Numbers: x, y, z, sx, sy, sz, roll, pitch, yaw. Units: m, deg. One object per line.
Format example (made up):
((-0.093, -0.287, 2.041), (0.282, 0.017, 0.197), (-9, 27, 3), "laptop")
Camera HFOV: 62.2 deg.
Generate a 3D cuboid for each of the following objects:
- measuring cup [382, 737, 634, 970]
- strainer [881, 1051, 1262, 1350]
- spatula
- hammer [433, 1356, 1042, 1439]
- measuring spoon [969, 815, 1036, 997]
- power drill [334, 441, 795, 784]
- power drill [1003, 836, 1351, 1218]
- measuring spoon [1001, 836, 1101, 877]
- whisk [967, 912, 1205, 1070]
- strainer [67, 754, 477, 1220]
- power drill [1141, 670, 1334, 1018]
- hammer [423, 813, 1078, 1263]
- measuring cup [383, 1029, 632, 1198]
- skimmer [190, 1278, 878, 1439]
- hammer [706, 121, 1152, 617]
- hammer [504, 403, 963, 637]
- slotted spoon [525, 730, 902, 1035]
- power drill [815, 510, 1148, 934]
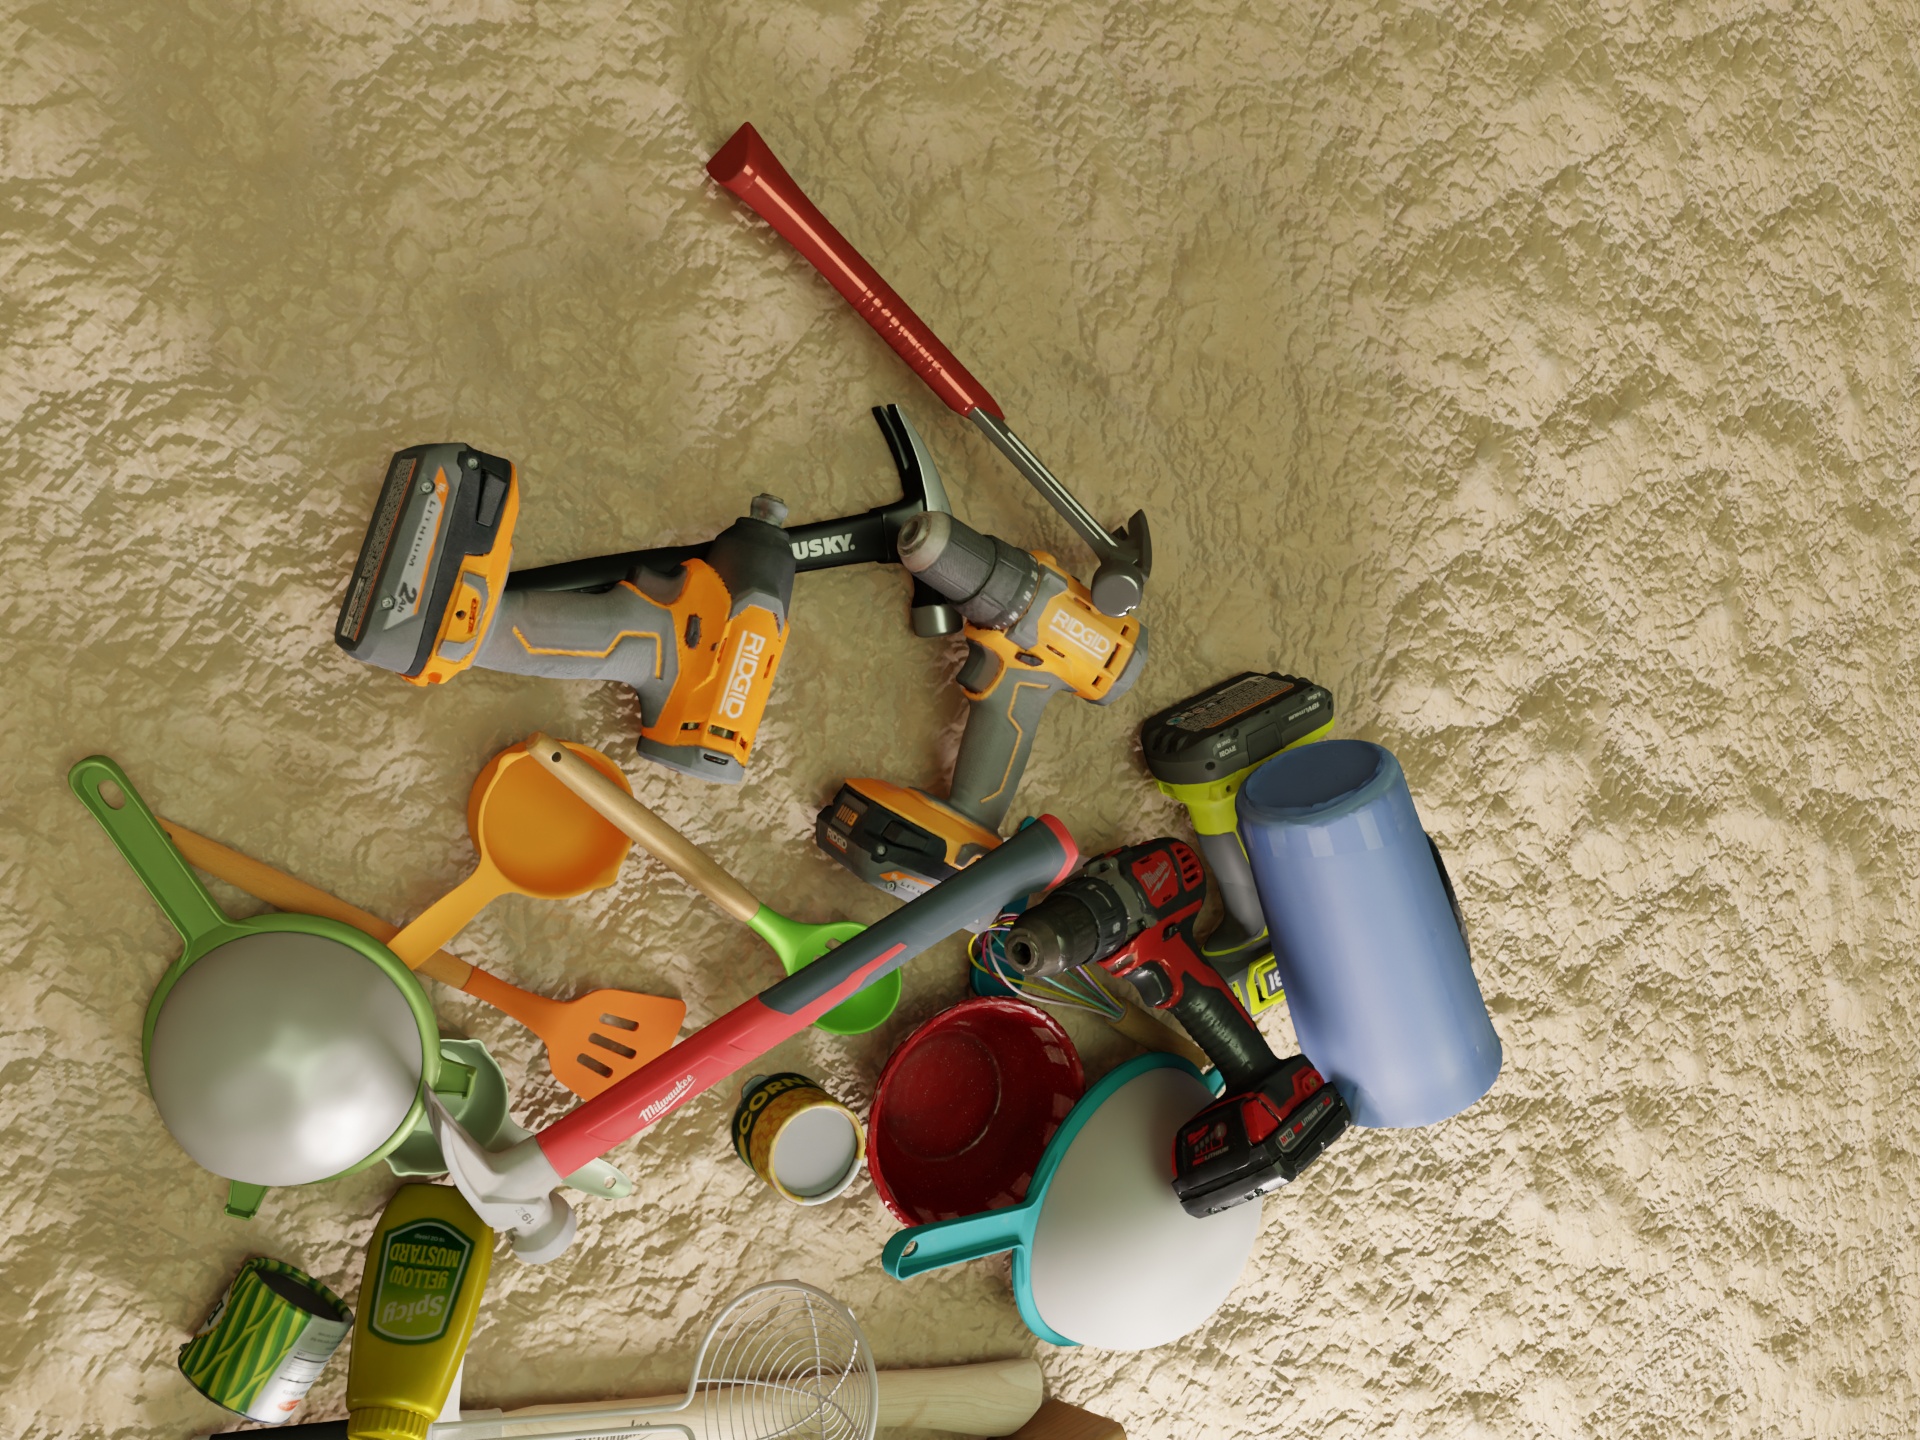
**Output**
((-0.261, 0.080, 0.881), (0.173, 0.052, 0.095), (-42, 113, -16), "measuring cup")
((0.096, 0.331, 1.015), (0.340, 0.095, 0.211), (8, 98, -49), "strainer")
((-0.298, 0.131, 0.883), (0.322, 0.041, 0.081), (32, 79, -23), "spatula")
((-0.127, 0.425, 0.998), (0.410, 0.038, 0.146), (7, 91, -29), "hammer")
((0.030, 0.126, 1.066), (0.042, 0.021, 0.129), (21, 76, -36), "measuring spoon")
((-0.194, -0.071, 0.848), (0.226, 0.084, 0.164), (19, 87, -33), "power drill")
((0.130, 0.189, 0.994), (0.188, 0.080, 0.227), (-16, 73, -52), "power drill")
((0.067, 0.097, 1.076), (0.124, 0.018, 0.034), (16, 79, -30), "measuring spoon")
((0.089, 0.189, 1.077), (0.244, 0.051, 0.047), (37, 90, -37), "whisk")
((-0.372, 0.133, 0.793), (0.151, 0.069, 0.256), (-29, 103, 1), "strainer")
((0.221, 0.086, 1.130), (0.171, 0.080, 0.223), (-24, 110, -23), "power drill")
((-0.102, 0.152, 0.890), (0.386, 0.038, 0.143), (-31, 134, -15), "hammer")
((-0.261, 0.232, 0.905), (0.167, 0.038, 0.083), (35, 79, -29), "measuring cup")
((-0.228, 0.378, 0.854), (0.363, 0.090, 0.127), (-1, 64, -10), "skimmer")
((-0.010, -0.215, 0.970), (0.036, 0.149, 0.359), (-40, 105, 21), "hammer")
((-0.154, -0.095, 0.930), (0.334, 0.035, 0.146), (-13, 102, -26), "hammer")
((-0.138, 0.096, 0.925), (0.070, 0.031, 0.313), (-55, 130, -13), "slotted spoon")
((-0.002, -0.003, 0.973), (0.185, 0.084, 0.226), (30, 88, -35), "power drill")
